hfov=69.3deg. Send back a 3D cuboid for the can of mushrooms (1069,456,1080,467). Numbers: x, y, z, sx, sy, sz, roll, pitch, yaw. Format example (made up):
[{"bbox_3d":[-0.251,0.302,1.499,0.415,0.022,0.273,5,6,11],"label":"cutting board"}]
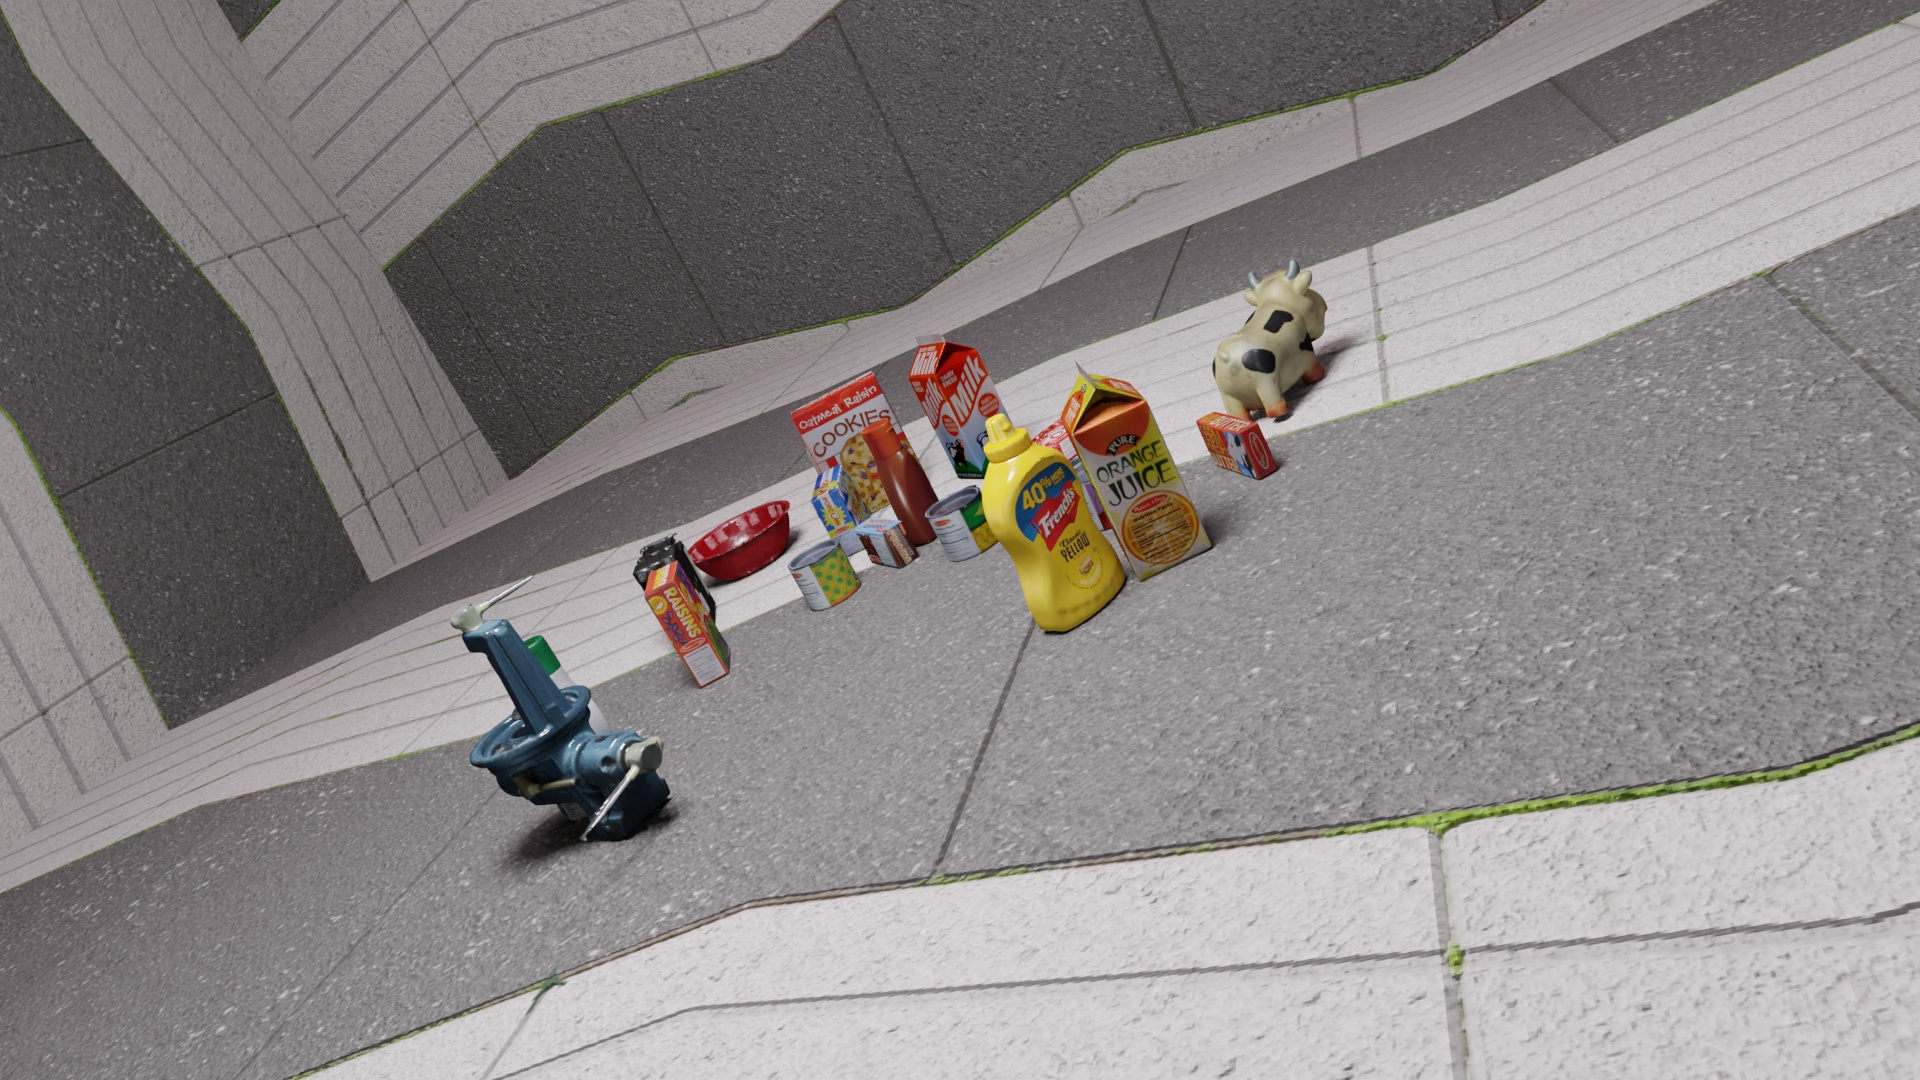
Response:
[{"bbox_3d":[0.142,-0.071,1.511,0.071,0.033,0.071,-25,17,8],"label":"can of mushrooms"}]

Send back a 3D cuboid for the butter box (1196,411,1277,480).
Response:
[{"bbox_3d":[0.269,-0.094,1.357,0.024,0.053,0.103,-29,17,-7],"label":"butter box"}]

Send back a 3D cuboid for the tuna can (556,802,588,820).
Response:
[{"bbox_3d":[-0.364,0.240,1.355,0.071,0.032,0.071,-25,17,8],"label":"tuna can"}]

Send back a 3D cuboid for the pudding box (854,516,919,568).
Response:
[{"bbox_3d":[-0.086,0.002,1.610,0.030,0.049,0.083,-34,18,-22],"label":"pudding box"}]

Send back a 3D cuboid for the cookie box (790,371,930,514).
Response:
[{"bbox_3d":[-0.133,-0.123,1.841,0.123,0.167,0.040,-28,17,-2],"label":"cookie box"}]

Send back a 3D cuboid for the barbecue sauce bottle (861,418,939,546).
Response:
[{"bbox_3d":[-0.066,-0.070,1.621,0.043,0.148,0.065,-17,20,32],"label":"barbecue sauce bottle"}]

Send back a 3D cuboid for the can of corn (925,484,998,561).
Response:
[{"bbox_3d":[0.005,-0.019,1.520,0.071,0.058,0.071,-25,17,8],"label":"can of corn"}]

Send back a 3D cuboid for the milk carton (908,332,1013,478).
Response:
[{"bbox_3d":[0.000,-0.177,1.764,0.074,0.190,0.072,-35,18,-24],"label":"milk carton"}]

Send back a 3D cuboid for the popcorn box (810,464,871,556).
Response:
[{"bbox_3d":[-0.150,-0.039,1.762,0.038,0.085,0.127,-25,17,6],"label":"popcorn box"}]

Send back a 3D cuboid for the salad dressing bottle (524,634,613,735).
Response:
[{"bbox_3d":[-0.412,0.168,1.440,0.064,0.147,0.044,-15,20,35],"label":"salad dressing bottle"}]

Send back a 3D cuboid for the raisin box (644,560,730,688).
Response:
[{"bbox_3d":[-0.303,0.092,1.542,0.040,0.123,0.086,-27,17,0],"label":"raisin box"}]

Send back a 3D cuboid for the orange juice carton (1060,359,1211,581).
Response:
[{"bbox_3d":[0.146,-0.069,1.228,0.073,0.192,0.072,-26,17,4],"label":"orange juice carton"}]

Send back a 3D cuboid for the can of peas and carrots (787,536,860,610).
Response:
[{"bbox_3d":[-0.153,0.038,1.589,0.071,0.058,0.071,-25,17,8],"label":"can of peas and carrots"}]

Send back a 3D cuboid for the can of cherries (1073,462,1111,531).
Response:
[{"bbox_3d":[0.146,-0.050,1.402,0.071,0.058,0.072,-25,17,8],"label":"can of cherries"}]

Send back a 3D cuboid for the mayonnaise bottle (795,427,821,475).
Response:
[{"bbox_3d":[-0.177,-0.107,1.894,0.041,0.147,0.064,-35,18,-24],"label":"mayonnaise bottle"}]
